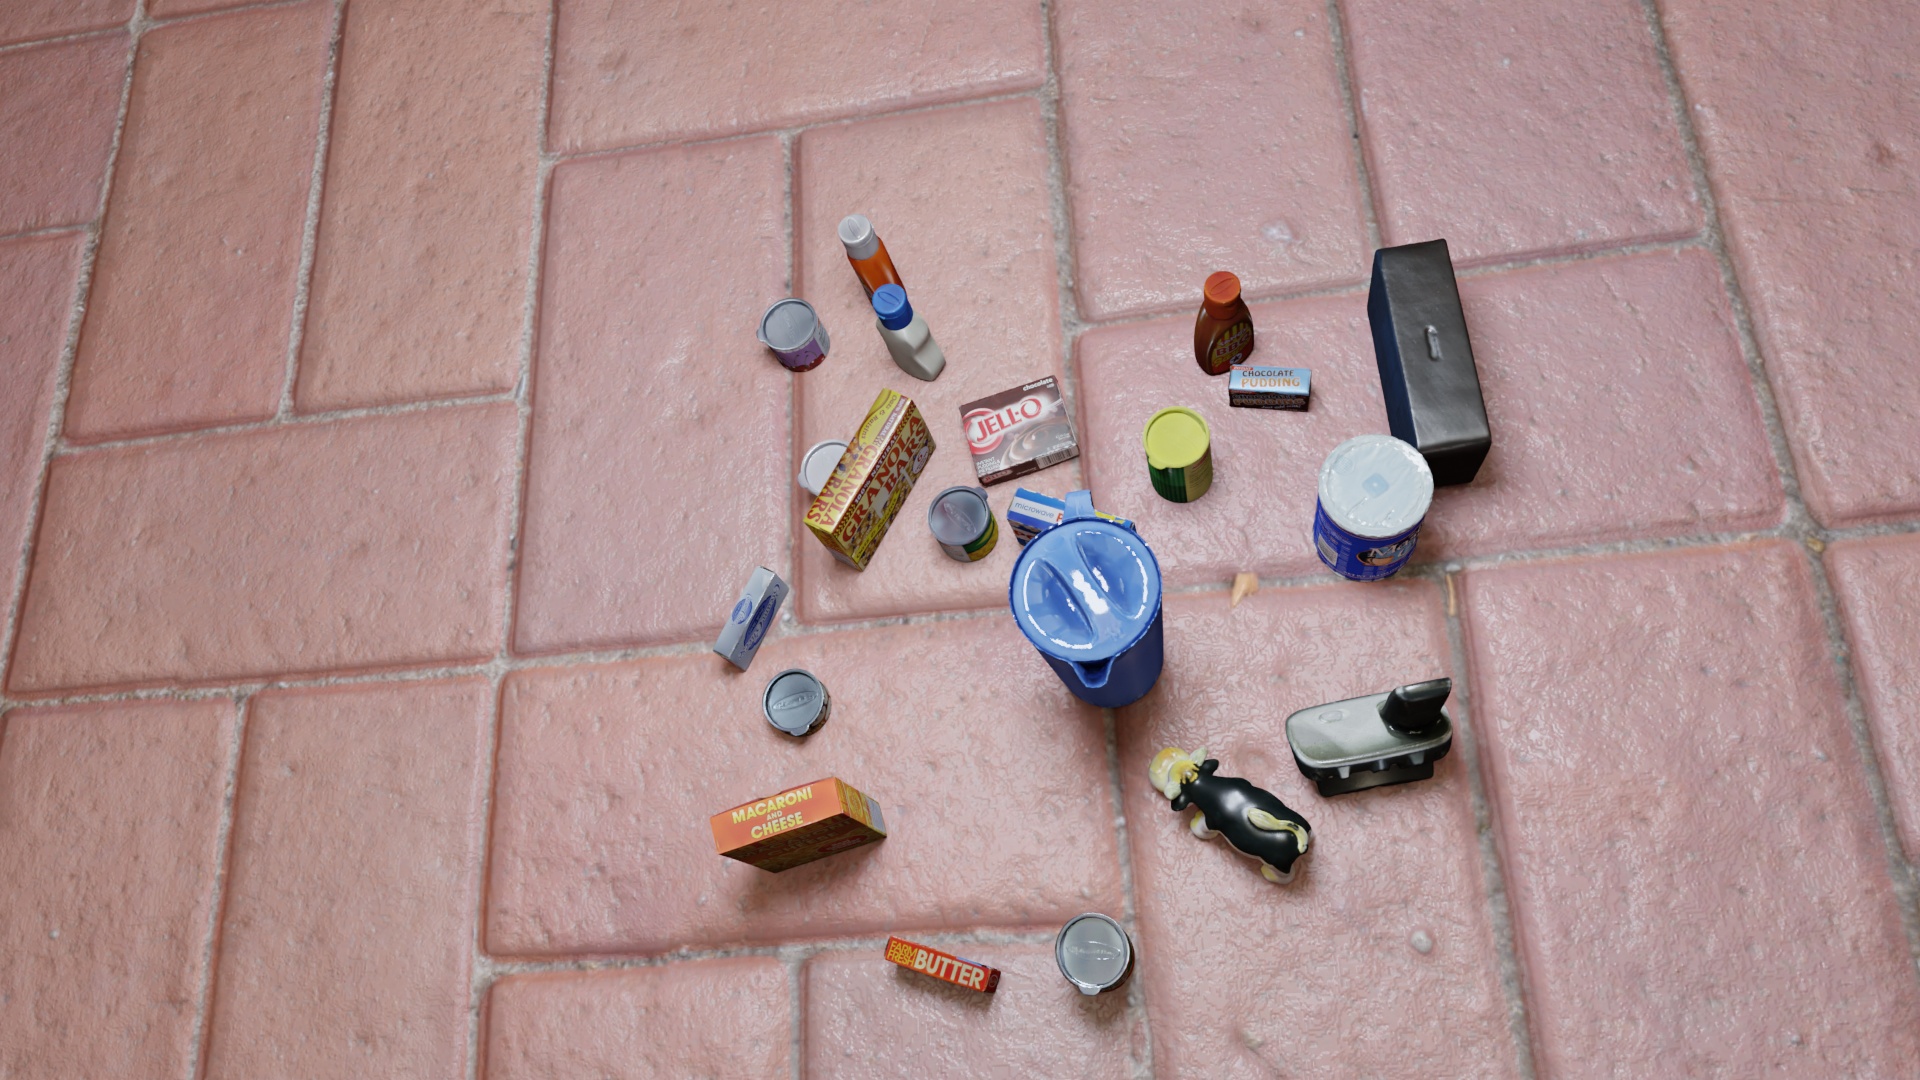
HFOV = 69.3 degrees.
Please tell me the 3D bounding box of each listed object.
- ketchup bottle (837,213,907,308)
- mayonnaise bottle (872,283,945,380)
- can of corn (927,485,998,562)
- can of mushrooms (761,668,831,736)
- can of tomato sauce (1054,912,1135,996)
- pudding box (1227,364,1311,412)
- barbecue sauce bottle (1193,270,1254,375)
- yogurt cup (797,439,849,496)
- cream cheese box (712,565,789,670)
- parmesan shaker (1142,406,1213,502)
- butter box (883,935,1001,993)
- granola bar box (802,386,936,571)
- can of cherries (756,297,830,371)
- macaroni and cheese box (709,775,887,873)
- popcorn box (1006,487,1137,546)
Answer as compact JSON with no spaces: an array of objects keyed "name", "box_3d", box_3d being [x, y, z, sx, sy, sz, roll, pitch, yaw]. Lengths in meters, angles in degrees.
[{"name":"ketchup bottle","box_3d":[-0.098,-0.307,1.539,0.043,0.148,0.065,-28,67,1]},{"name":"mayonnaise bottle","box_3d":[-0.060,-0.226,1.501,0.065,0.147,0.041,31,79,20]},{"name":"can of corn","box_3d":[0.005,-0.018,1.460,0.071,0.058,0.071,-4,70,10]},{"name":"can of mushrooms","box_3d":[-0.169,0.171,1.438,0.071,0.033,0.071,-4,69,10]},{"name":"can of tomato sauce","box_3d":[0.125,0.381,1.273,0.071,0.083,0.071,-4,70,10]},{"name":"pudding box","box_3d":[0.324,-0.160,1.452,0.084,0.049,0.030,5,72,13]},{"name":"barbecue sauce bottle","box_3d":[0.271,-0.226,1.434,0.065,0.148,0.044,-33,67,-1]},{"name":"yogurt cup","box_3d":[-0.134,-0.070,1.509,0.072,0.053,0.072,-4,70,10]},{"name":"cream cheese box","box_3d":[-0.221,0.082,1.471,0.024,0.053,0.104,22,76,18]},{"name":"parmesan shaker","box_3d":[0.221,-0.084,1.416,0.071,0.103,0.071,-4,70,10]},{"name":"butter box","box_3d":[-0.017,0.401,1.311,0.103,0.053,0.024,14,74,16]},{"name":"granola bar box","box_3d":[-0.091,-0.062,1.460,0.039,0.124,0.166,25,77,19]},{"name":"can of cherries","box_3d":[-0.190,-0.233,1.579,0.071,0.058,0.072,-4,70,10]},{"name":"macaroni and cheese box","box_3d":[-0.151,0.273,1.325,0.124,0.166,0.040,-19,68,4]},{"name":"popcorn box","box_3d":[0.116,-0.008,1.419,0.127,0.085,0.038,18,75,17]}]
